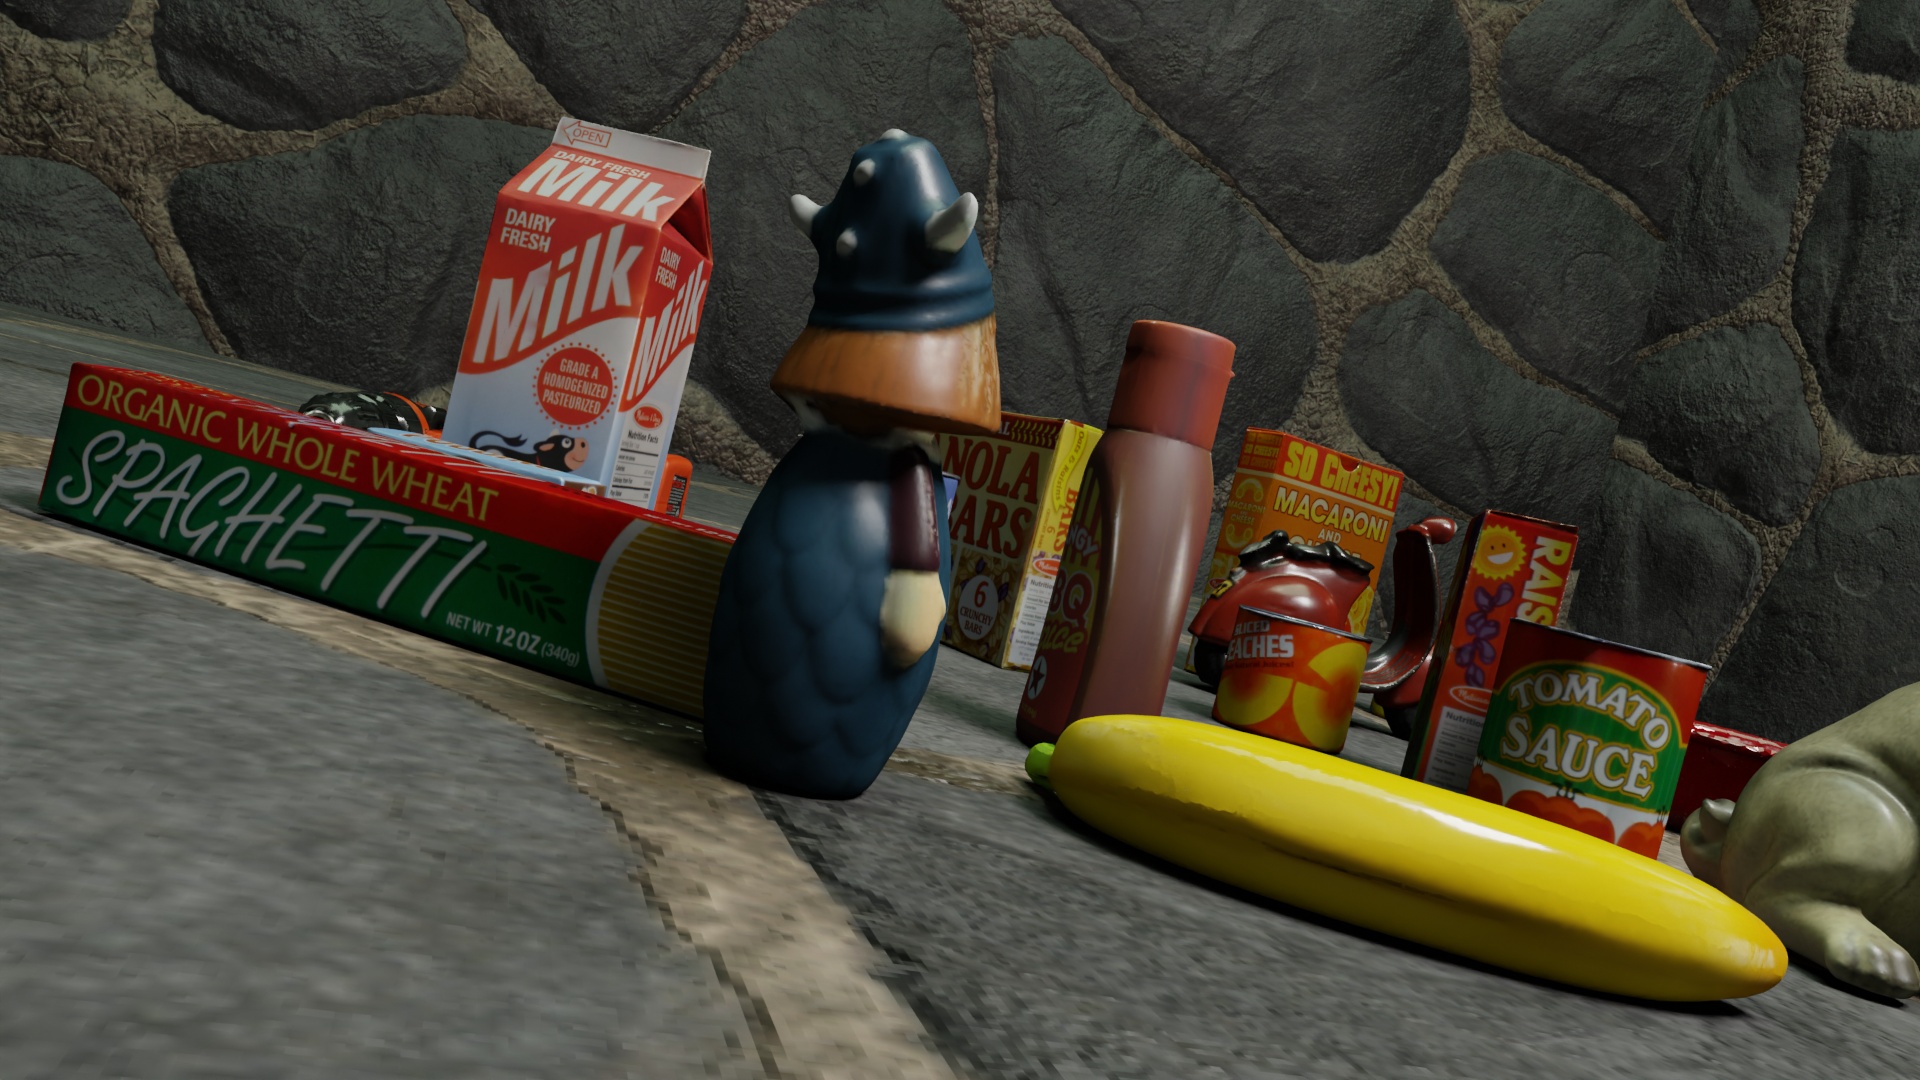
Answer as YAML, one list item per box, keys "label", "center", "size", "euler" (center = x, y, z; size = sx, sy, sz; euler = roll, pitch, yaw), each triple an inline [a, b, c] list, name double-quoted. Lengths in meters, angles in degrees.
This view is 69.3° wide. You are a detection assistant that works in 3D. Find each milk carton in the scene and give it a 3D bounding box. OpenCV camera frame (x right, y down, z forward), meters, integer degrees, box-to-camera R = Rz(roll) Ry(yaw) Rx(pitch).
- label: "milk carton"
  center: [-0.160, -0.080, 0.589]
  size: [0.072, 0.190, 0.073]
  euler: [15, 1, 7]

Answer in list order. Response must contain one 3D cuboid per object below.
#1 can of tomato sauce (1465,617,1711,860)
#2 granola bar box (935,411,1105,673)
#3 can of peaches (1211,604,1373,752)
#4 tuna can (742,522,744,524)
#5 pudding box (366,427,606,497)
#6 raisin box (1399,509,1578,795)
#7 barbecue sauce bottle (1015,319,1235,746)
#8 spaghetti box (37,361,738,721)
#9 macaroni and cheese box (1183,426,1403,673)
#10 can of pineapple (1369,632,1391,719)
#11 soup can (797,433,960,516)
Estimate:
- label: "can of tomato sauce"
  center: [0.218, 0.075, 0.491]
  size: [0.071, 0.083, 0.071]
  euler: [14, 1, 0]
- label: "granola bar box"
  center: [0.003, -0.009, 0.737]
  size: [0.039, 0.124, 0.165]
  euler: [14, 2, -36]
- label: "can of peaches"
  center: [0.160, 0.067, 0.680]
  size: [0.071, 0.058, 0.071]
  euler: [14, 2, 0]
- label: "tuna can"
  center: [-0.089, 0.014, 0.759]
  size: [0.071, 0.033, 0.071]
  euler: [14, 2, 0]
- label: "pudding box"
  center: [-0.172, -0.007, 0.490]
  size: [0.084, 0.049, 0.030]
  euler: [15, 1, 16]
- label: "raisin box"
  center: [0.220, 0.052, 0.581]
  size: [0.040, 0.123, 0.086]
  euler: [15, 1, 17]
- label: "barbecue sauce bottle"
  center: [0.058, 0.001, 0.474]
  size: [0.044, 0.148, 0.065]
  euler: [14, 1, -14]
- label: "spaghetti box"
  center: [-0.162, -0.002, 0.408]
  size: [0.250, 0.050, 0.029]
  euler: [15, 1, 15]
- label: "macaroni and cheese box"
  center: [0.227, 0.020, 0.931]
  size: [0.124, 0.166, 0.040]
  euler: [13, 1, -34]
- label: "can of pineapple"
  center: [0.319, 0.099, 0.953]
  size: [0.071, 0.058, 0.071]
  euler: [14, 2, 0]
- label: "soup can"
  center: [-0.040, 0.007, 0.554]
  size: [0.071, 0.083, 0.071]
  euler: [14, 1, 0]
